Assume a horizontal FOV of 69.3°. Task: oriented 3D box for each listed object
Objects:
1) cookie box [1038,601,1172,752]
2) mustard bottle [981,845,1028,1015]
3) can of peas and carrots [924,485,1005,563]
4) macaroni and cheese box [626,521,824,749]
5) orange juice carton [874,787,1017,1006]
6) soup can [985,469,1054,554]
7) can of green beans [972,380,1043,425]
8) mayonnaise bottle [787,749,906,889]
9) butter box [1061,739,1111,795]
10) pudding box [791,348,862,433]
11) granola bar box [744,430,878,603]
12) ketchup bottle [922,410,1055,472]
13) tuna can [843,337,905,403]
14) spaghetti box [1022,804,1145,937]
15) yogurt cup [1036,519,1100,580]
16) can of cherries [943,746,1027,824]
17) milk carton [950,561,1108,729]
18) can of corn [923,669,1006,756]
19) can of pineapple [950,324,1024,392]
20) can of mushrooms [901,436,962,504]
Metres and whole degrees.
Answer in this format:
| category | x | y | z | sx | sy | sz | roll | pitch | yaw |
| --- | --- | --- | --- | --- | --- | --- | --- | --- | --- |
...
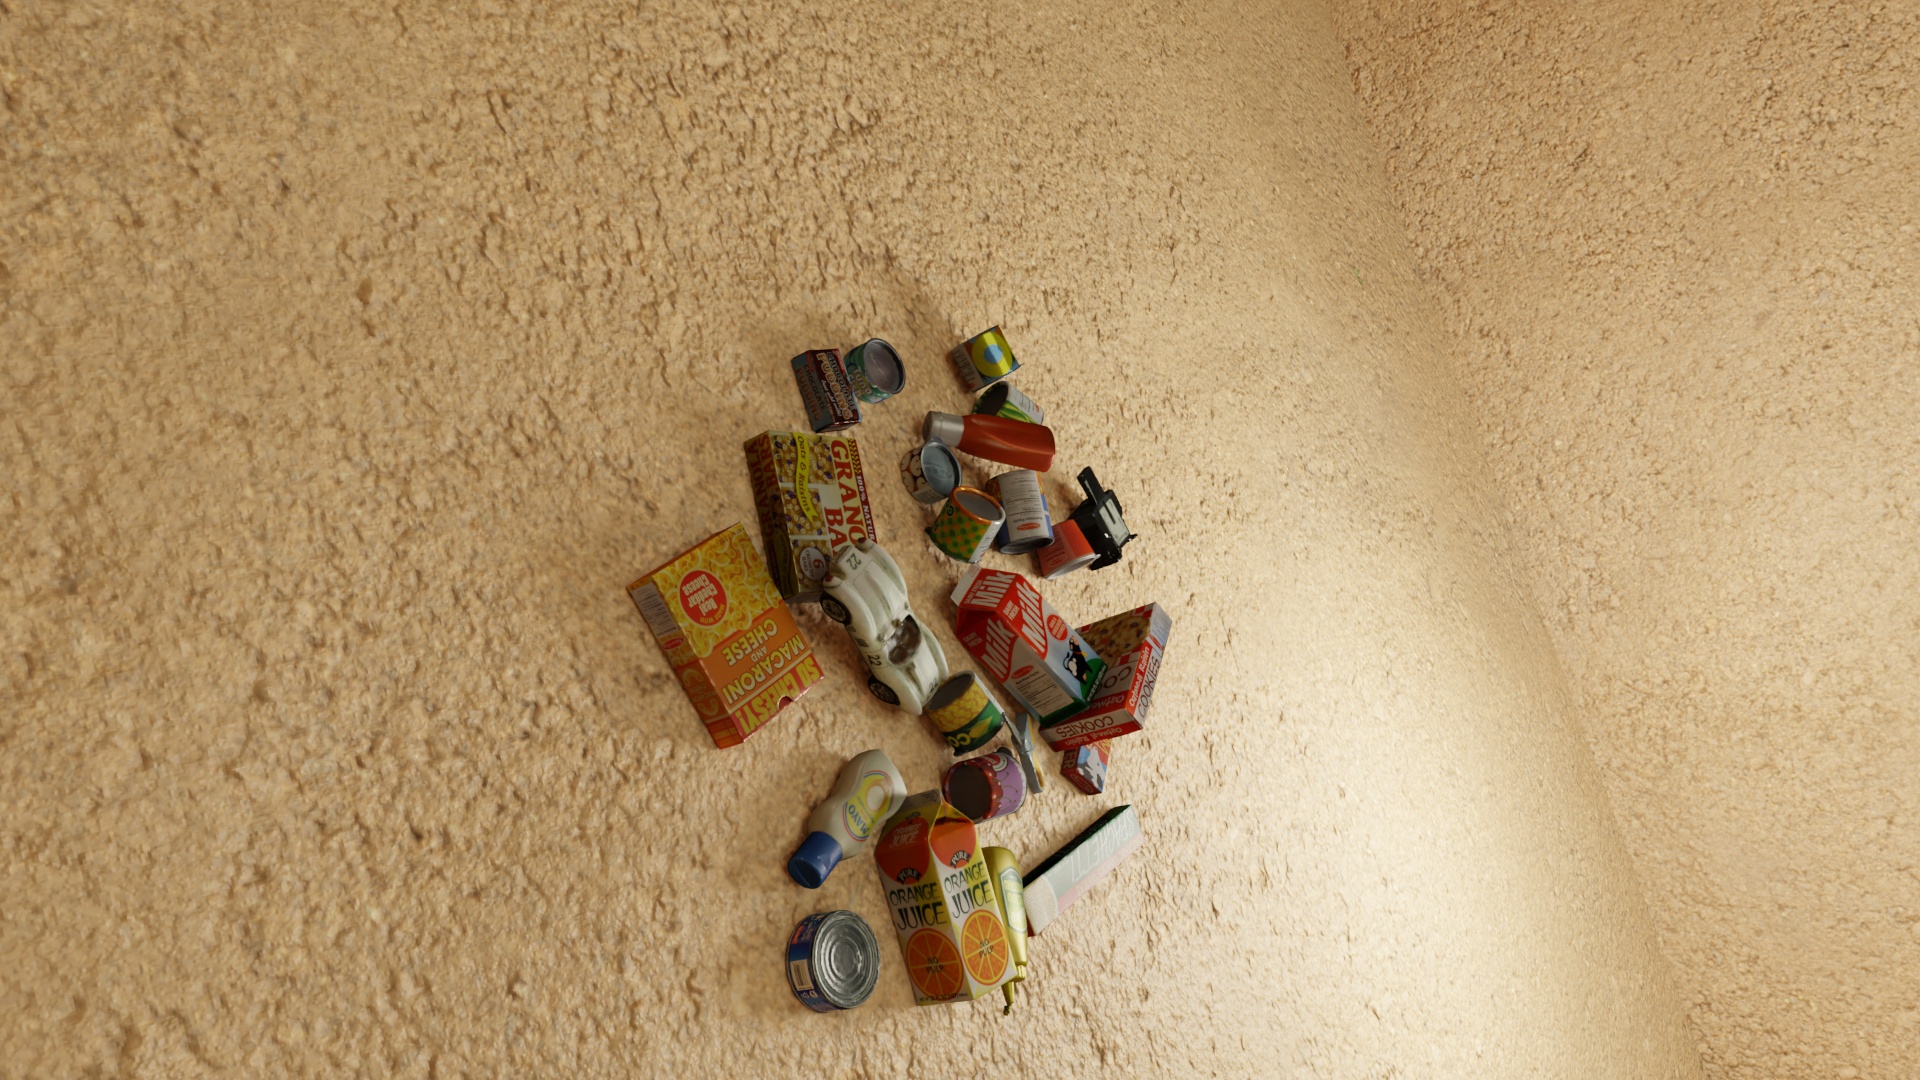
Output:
| category | x | y | z | sx | sy | sz | roll | pitch | yaw |
| --- | --- | --- | --- | --- | --- | --- | --- | --- | --- |
| cookie box | 0.168 | 0.157 | 1.591 | 0.040 | 0.122 | 0.168 | 48 | 42 | -23 |
| mustard bottle | 0.039 | 0.386 | 1.374 | 0.065 | 0.048 | 0.161 | 29 | 45 | -53 |
| can of peas and carrots | 0.005 | -0.019 | 1.513 | 0.071 | 0.058 | 0.071 | 23 | 27 | -13 |
| macaroni and cheese box | -0.206 | 0.083 | 1.242 | 0.124 | 0.040 | 0.166 | -38 | 102 | -51 |
| orange juice carton | -0.019 | 0.335 | 1.320 | 0.073 | 0.071 | 0.193 | -8 | 80 | -52 |
| soup can | 0.068 | -0.032 | 1.612 | 0.071 | 0.071 | 0.084 | 7 | 67 | -49 |
| can of green beans | 0.055 | -0.147 | 1.647 | 0.058 | 0.071 | 0.071 | 35 | 48 | -30 |
| mayonnaise bottle | -0.105 | 0.258 | 1.278 | 0.064 | 0.041 | 0.149 | 59 | 38 | -14 |
| butter box | 0.149 | 0.238 | 1.610 | 0.053 | 0.024 | 0.104 | 43 | 44 | -30 |
| pudding box | -0.139 | -0.156 | 1.448 | 0.050 | 0.030 | 0.083 | -11 | 82 | -53 |
| granola bar box | -0.141 | -0.023 | 1.373 | 0.124 | 0.039 | 0.166 | 1 | 72 | -50 |
| ketchup bottle | 0.032 | -0.117 | 1.580 | 0.149 | 0.043 | 0.065 | 10 | 37 | -19 |
| tuna can | -0.095 | -0.183 | 1.512 | 0.071 | 0.032 | 0.071 | 26 | 54 | -41 |
| spaghetti box | 0.128 | 0.358 | 1.523 | 0.251 | 0.028 | 0.050 | -21 | 91 | -52 |
| yogurt cup | 0.121 | 0.010 | 1.656 | 0.072 | 0.072 | 0.054 | -11 | 73 | -52 |
| can of cherries | 0.025 | 0.250 | 1.419 | 0.058 | 0.071 | 0.071 | -3 | 75 | -50 |
| milk carton | 0.066 | 0.108 | 1.520 | 0.190 | 0.073 | 0.073 | 46 | 41 | -11 |
| can of corn | 0.002 | 0.177 | 1.430 | 0.058 | 0.071 | 0.071 | 54 | 40 | -18 |
| can of pineapple | 0.031 | -0.217 | 1.652 | 0.071 | 0.071 | 0.058 | -39 | 104 | -51 |
| can of mushrooms | -0.032 | -0.077 | 1.536 | 0.071 | 0.033 | 0.071 | 24 | 55 | -41 |
